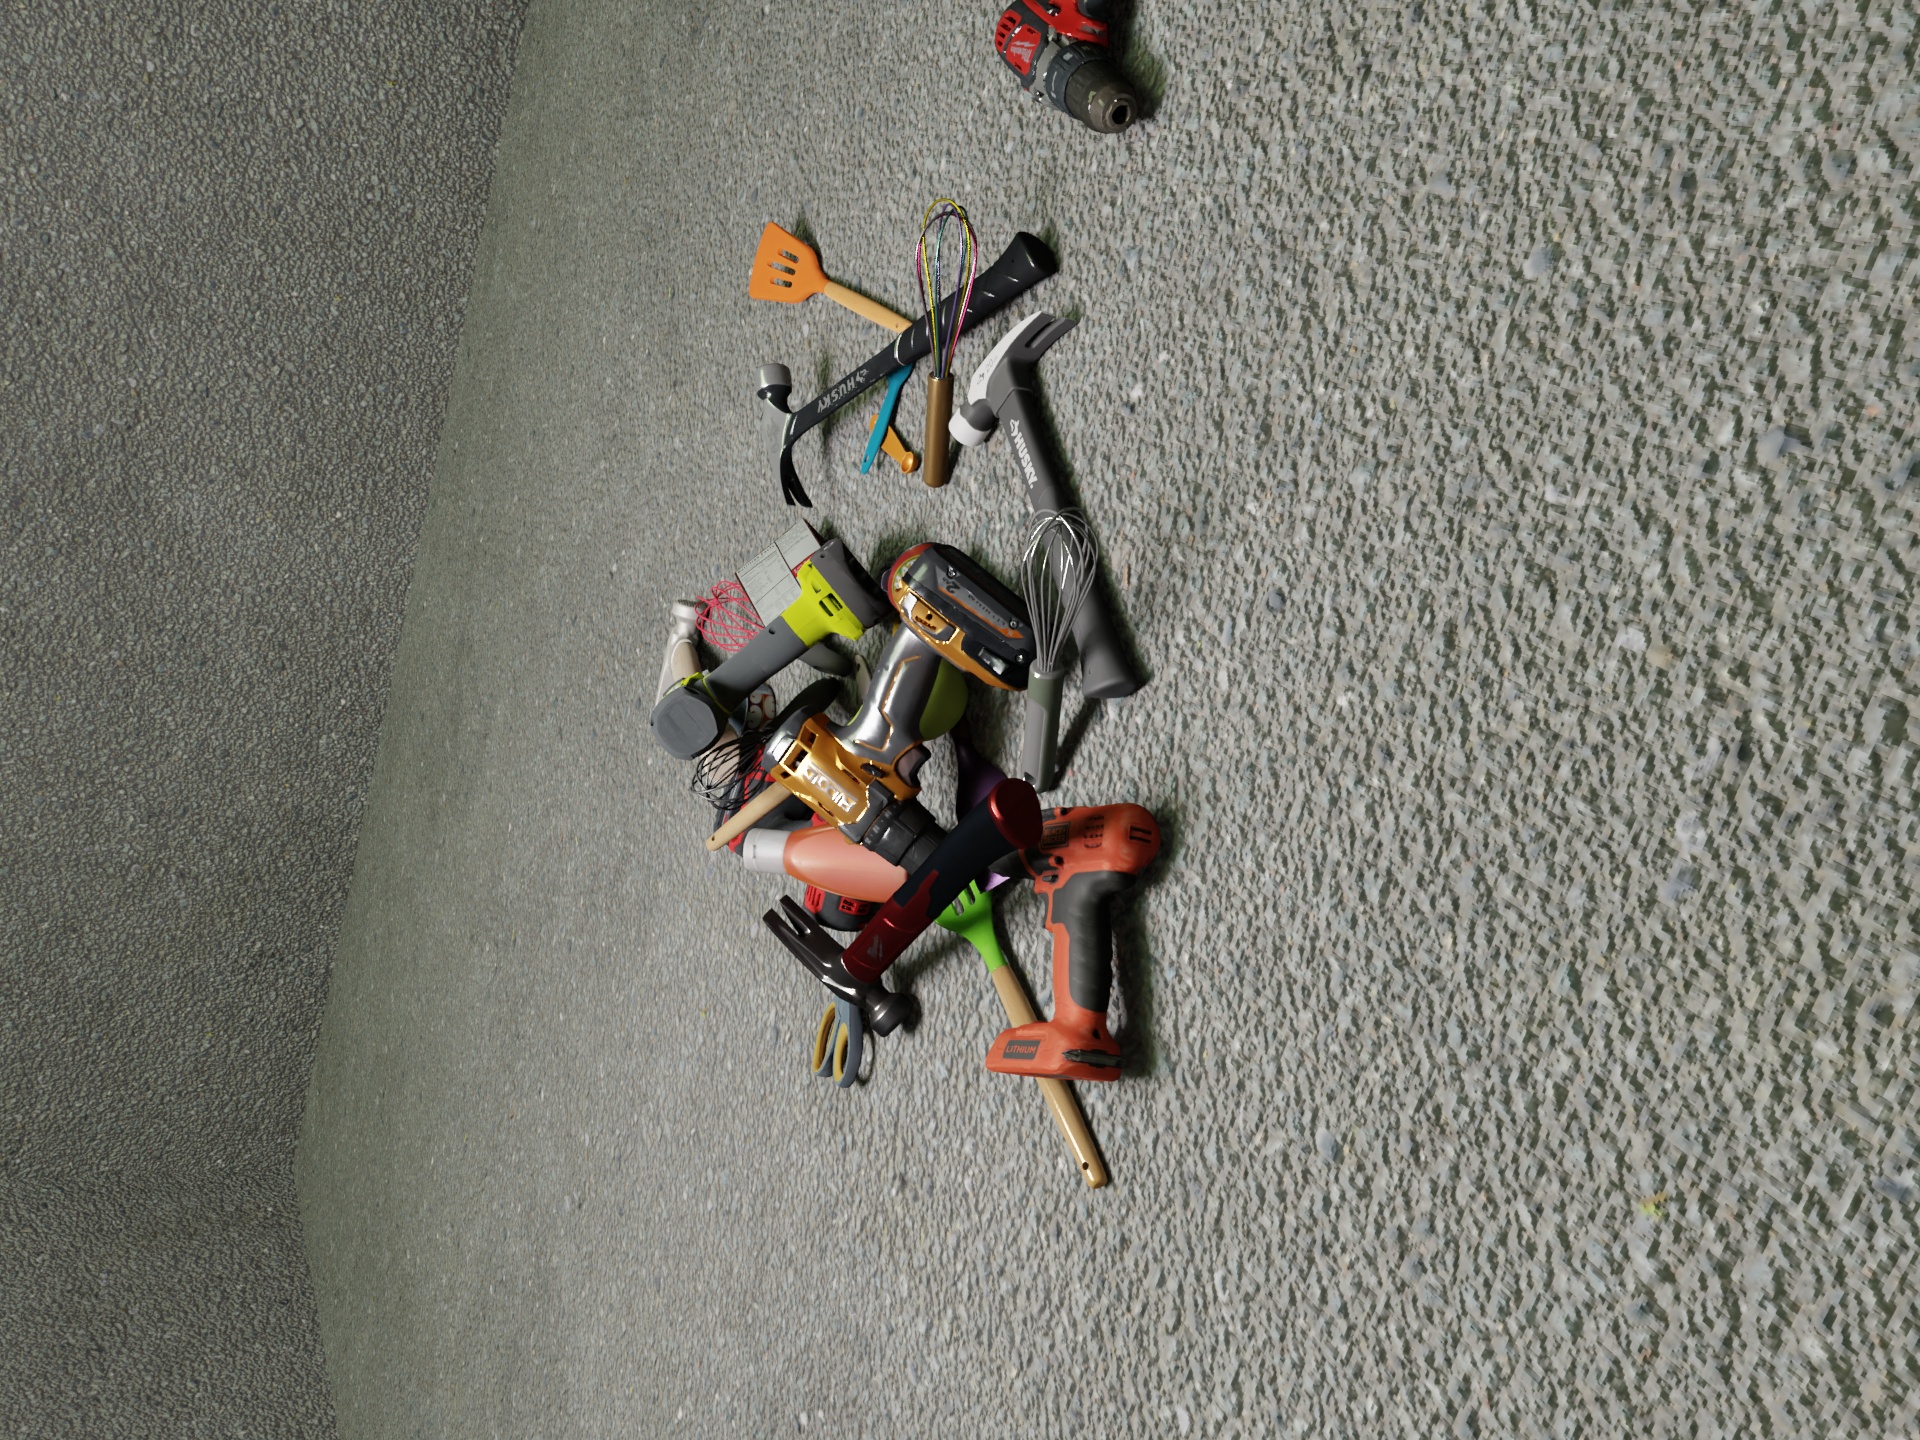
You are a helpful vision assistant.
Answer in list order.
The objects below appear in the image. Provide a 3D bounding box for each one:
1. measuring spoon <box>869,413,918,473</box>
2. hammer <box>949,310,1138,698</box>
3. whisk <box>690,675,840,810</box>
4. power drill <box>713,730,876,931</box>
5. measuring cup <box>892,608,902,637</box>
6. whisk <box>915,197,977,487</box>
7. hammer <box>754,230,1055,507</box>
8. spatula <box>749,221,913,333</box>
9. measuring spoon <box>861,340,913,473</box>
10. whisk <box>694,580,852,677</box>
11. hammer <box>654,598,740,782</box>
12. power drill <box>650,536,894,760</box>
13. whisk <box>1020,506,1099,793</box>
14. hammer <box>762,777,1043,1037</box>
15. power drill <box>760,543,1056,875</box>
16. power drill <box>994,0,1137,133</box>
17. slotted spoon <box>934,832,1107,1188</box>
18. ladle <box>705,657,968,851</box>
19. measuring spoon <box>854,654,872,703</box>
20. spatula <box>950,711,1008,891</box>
[{"bbox_3d":[-0.061,-0.252,1.446,0.021,0.011,0.117,-61,33,20],"label":"measuring spoon"},{"bbox_3d":[0.072,-0.156,1.184,0.146,0.035,0.335,-51,44,42],"label":"hammer"},{"bbox_3d":[-0.163,0.013,1.396,0.055,0.239,0.055,11,119,20],"label":"whisk"},{"bbox_3d":[-0.130,0.087,1.420,0.220,0.078,0.143,26,99,54],"label":"power drill"},{"bbox_3d":[-0.042,-0.067,1.370,0.062,0.029,0.157,-38,41,50],"label":"measuring cup"},{"bbox_3d":[-0.016,-0.303,1.294,0.051,0.047,0.244,-62,-19,-52],"label":"whisk"},{"bbox_3d":[-0.060,-0.315,1.397,0.409,0.036,0.149,-21,74,49],"label":"hammer"},{"bbox_3d":[-0.126,-0.419,1.555,0.323,0.041,0.081,42,118,52],"label":"spatula"},{"bbox_3d":[-0.075,-0.288,1.450,0.042,0.021,0.128,33,105,58],"label":"measuring spoon"},{"bbox_3d":[-0.186,-0.085,1.567,0.296,0.073,0.073,25,105,53],"label":"whisk"},{"bbox_3d":[-0.271,-0.009,1.626,0.411,0.038,0.146,-131,53,-67],"label":"hammer"},{"bbox_3d":[-0.169,-0.060,1.383,0.223,0.080,0.171,-39,9,0],"label":"power drill"},{"bbox_3d":[0.061,-0.042,1.104,0.058,0.059,0.246,33,138,31],"label":"whisk"},{"bbox_3d":[-0.042,0.123,1.165,0.143,0.038,0.386,43,146,4],"label":"hammer"},{"bbox_3d":[-0.021,0.005,1.195,0.185,0.084,0.226,40,106,9],"label":"power drill"},{"bbox_3d":[0.111,-0.556,1.167,0.226,0.080,0.188,-65,35,31],"label":"power drill"},{"bbox_3d":[0.038,0.206,1.171,0.070,0.031,0.314,-46,47,20],"label":"slotted spoon"},{"bbox_3d":[-0.114,0.039,1.344,0.320,0.062,0.078,-37,53,37],"label":"ladle"},{"bbox_3d":[-0.085,-0.012,1.425,0.034,0.018,0.124,-54,40,39],"label":"measuring spoon"},{"bbox_3d":[-0.002,-0.004,1.287,0.060,0.018,0.316,-36,51,24],"label":"spatula"}]
